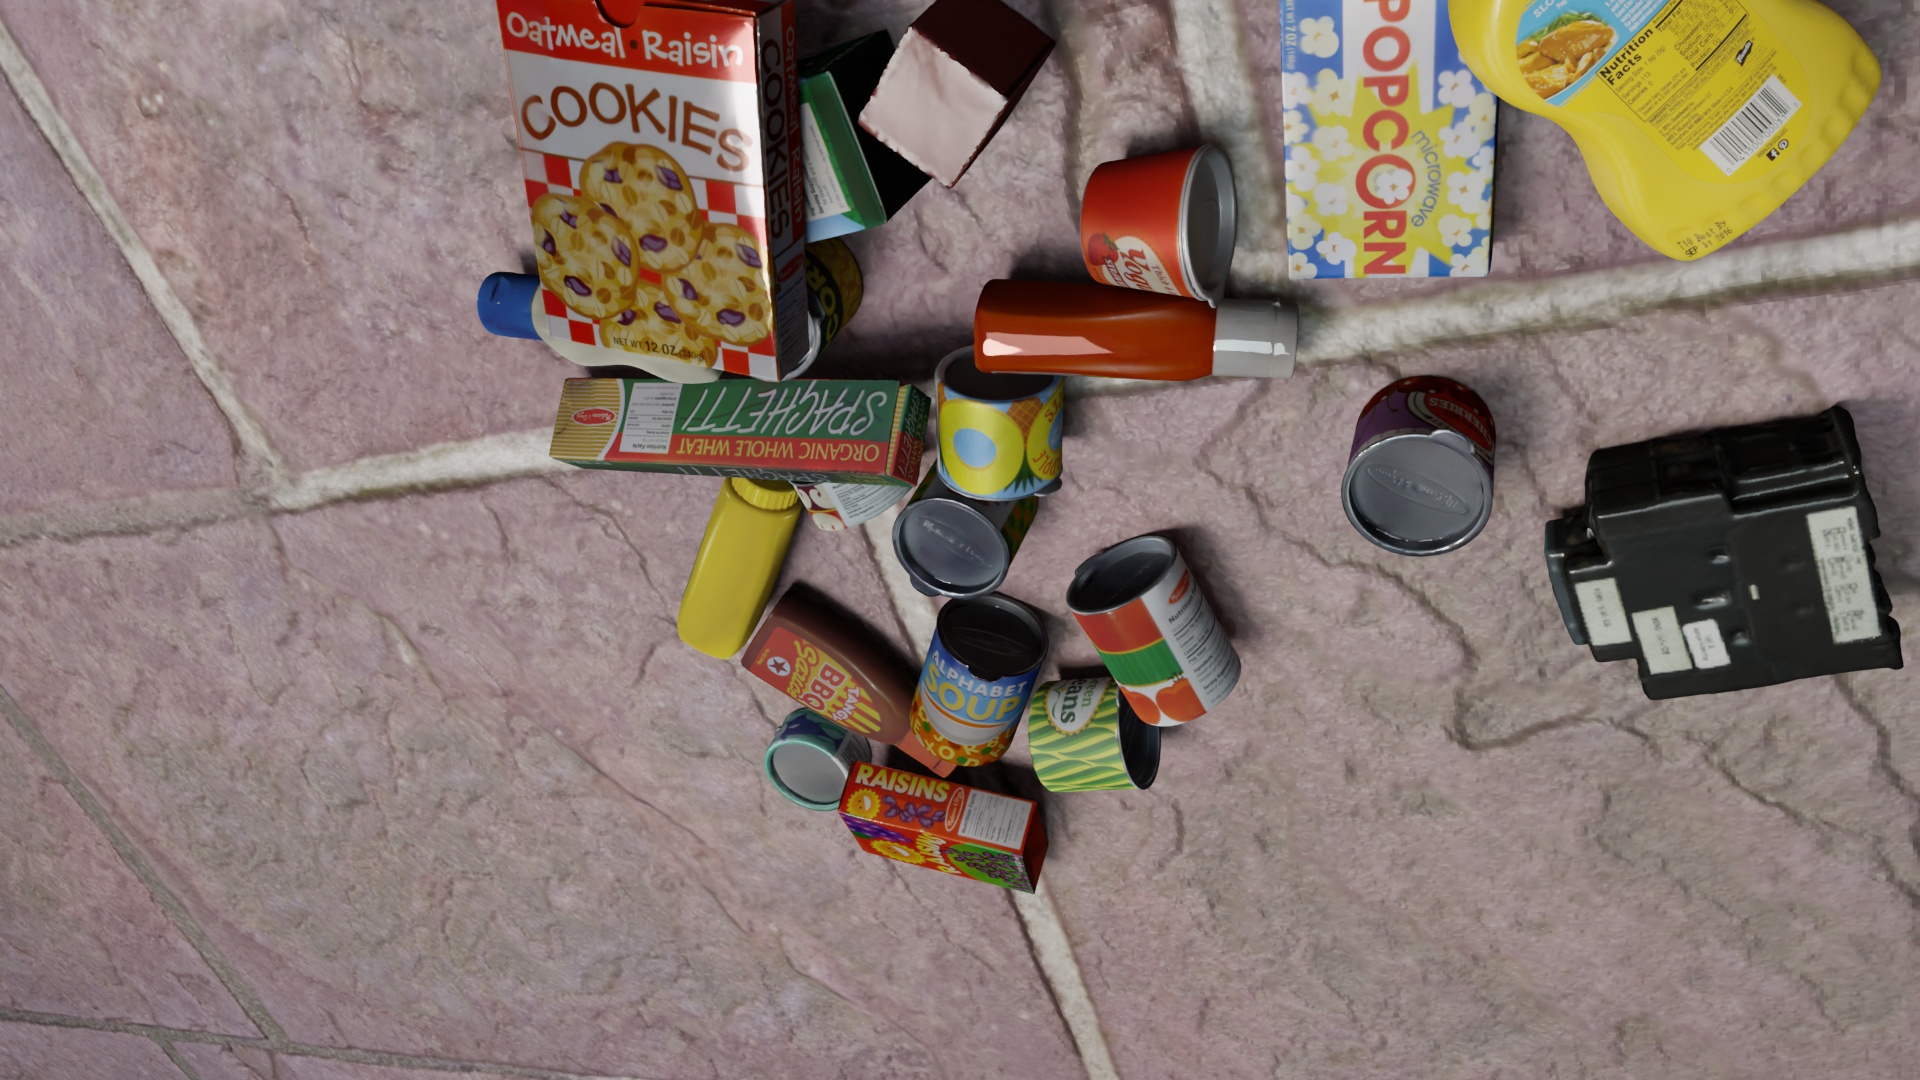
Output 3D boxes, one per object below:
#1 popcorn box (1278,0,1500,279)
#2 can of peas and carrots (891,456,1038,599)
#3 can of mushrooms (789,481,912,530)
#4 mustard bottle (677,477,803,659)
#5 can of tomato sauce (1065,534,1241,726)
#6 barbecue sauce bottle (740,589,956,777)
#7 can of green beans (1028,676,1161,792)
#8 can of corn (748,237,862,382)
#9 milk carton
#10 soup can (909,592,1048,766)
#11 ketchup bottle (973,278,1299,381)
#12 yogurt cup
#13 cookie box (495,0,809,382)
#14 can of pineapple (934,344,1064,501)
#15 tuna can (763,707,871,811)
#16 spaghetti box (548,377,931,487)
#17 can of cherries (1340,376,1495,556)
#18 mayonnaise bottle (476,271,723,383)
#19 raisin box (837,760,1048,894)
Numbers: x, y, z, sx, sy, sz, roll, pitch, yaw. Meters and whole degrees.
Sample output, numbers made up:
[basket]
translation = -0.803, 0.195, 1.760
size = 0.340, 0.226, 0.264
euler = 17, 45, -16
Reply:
[popcorn box]
translation = 0.179, -0.173, 0.579
size = 0.085, 0.038, 0.126
euler = 3, 125, 20
[can of peas and carrots]
translation = 0.003, -0.010, 0.759
size = 0.071, 0.059, 0.070
euler = 12, 129, 15
[can of mushrooms]
translation = -0.059, -0.037, 0.762
size = 0.071, 0.071, 0.033
euler = -14, 119, 30
[mustard bottle]
translation = -0.125, -0.003, 0.817
size = 0.049, 0.066, 0.159
euler = 24, 124, -2
[can of tomato sauce]
translation = 0.104, 0.049, 0.755
size = 0.071, 0.071, 0.083
euler = -18, 116, 32
[barbecue sauce bottle]
translation = -0.062, 0.093, 0.871
size = 0.148, 0.044, 0.064
euler = 34, 130, -4
[can of green beans]
translation = 0.079, 0.113, 0.812
size = 0.058, 0.071, 0.071
euler = -7, 121, 27
[can of corn]
translation = -0.089, -0.125, 0.714
size = 0.071, 0.058, 0.070
euler = 11, 127, 15
[milk carton]
translation = -0.117, -0.180, 0.677
size = 0.190, 0.073, 0.073
euler = -8, 120, 26
[soup can]
translation = 0.009, 0.084, 0.816
size = 0.071, 0.072, 0.083
euler = 22, 130, 7
[ketchup bottle]
translation = 0.084, -0.099, 0.661
size = 0.149, 0.065, 0.043
euler = 4, 113, 10
[yogurt cup]
translation = 0.089, -0.143, 0.624
size = 0.054, 0.073, 0.072
euler = 7, 127, 28
[cookie box]
translation = -0.134, -0.162, 0.621
size = 0.123, 0.040, 0.166
euler = 12, 126, 15
[can of pineapple]
translation = 0.022, -0.061, 0.708
size = 0.071, 0.071, 0.057
euler = 10, 127, 16
[tuna can]
translation = -0.099, 0.147, 0.933
size = 0.071, 0.033, 0.070
euler = 11, 127, 15
[spaghetti box]
translation = -0.125, -0.060, 0.749
size = 0.250, 0.050, 0.028
euler = 5, 171, 34
[can of cherries]
translation = 0.217, -0.037, 0.650
size = 0.071, 0.059, 0.071
euler = 12, 127, 16
[mayonnaise bottle]
translation = -0.193, -0.123, 0.757
size = 0.148, 0.065, 0.041
euler = 8, 160, 20
[raisin box]
translation = -0.010, 0.186, 0.901
size = 0.123, 0.040, 0.085
euler = 10, 153, 15
